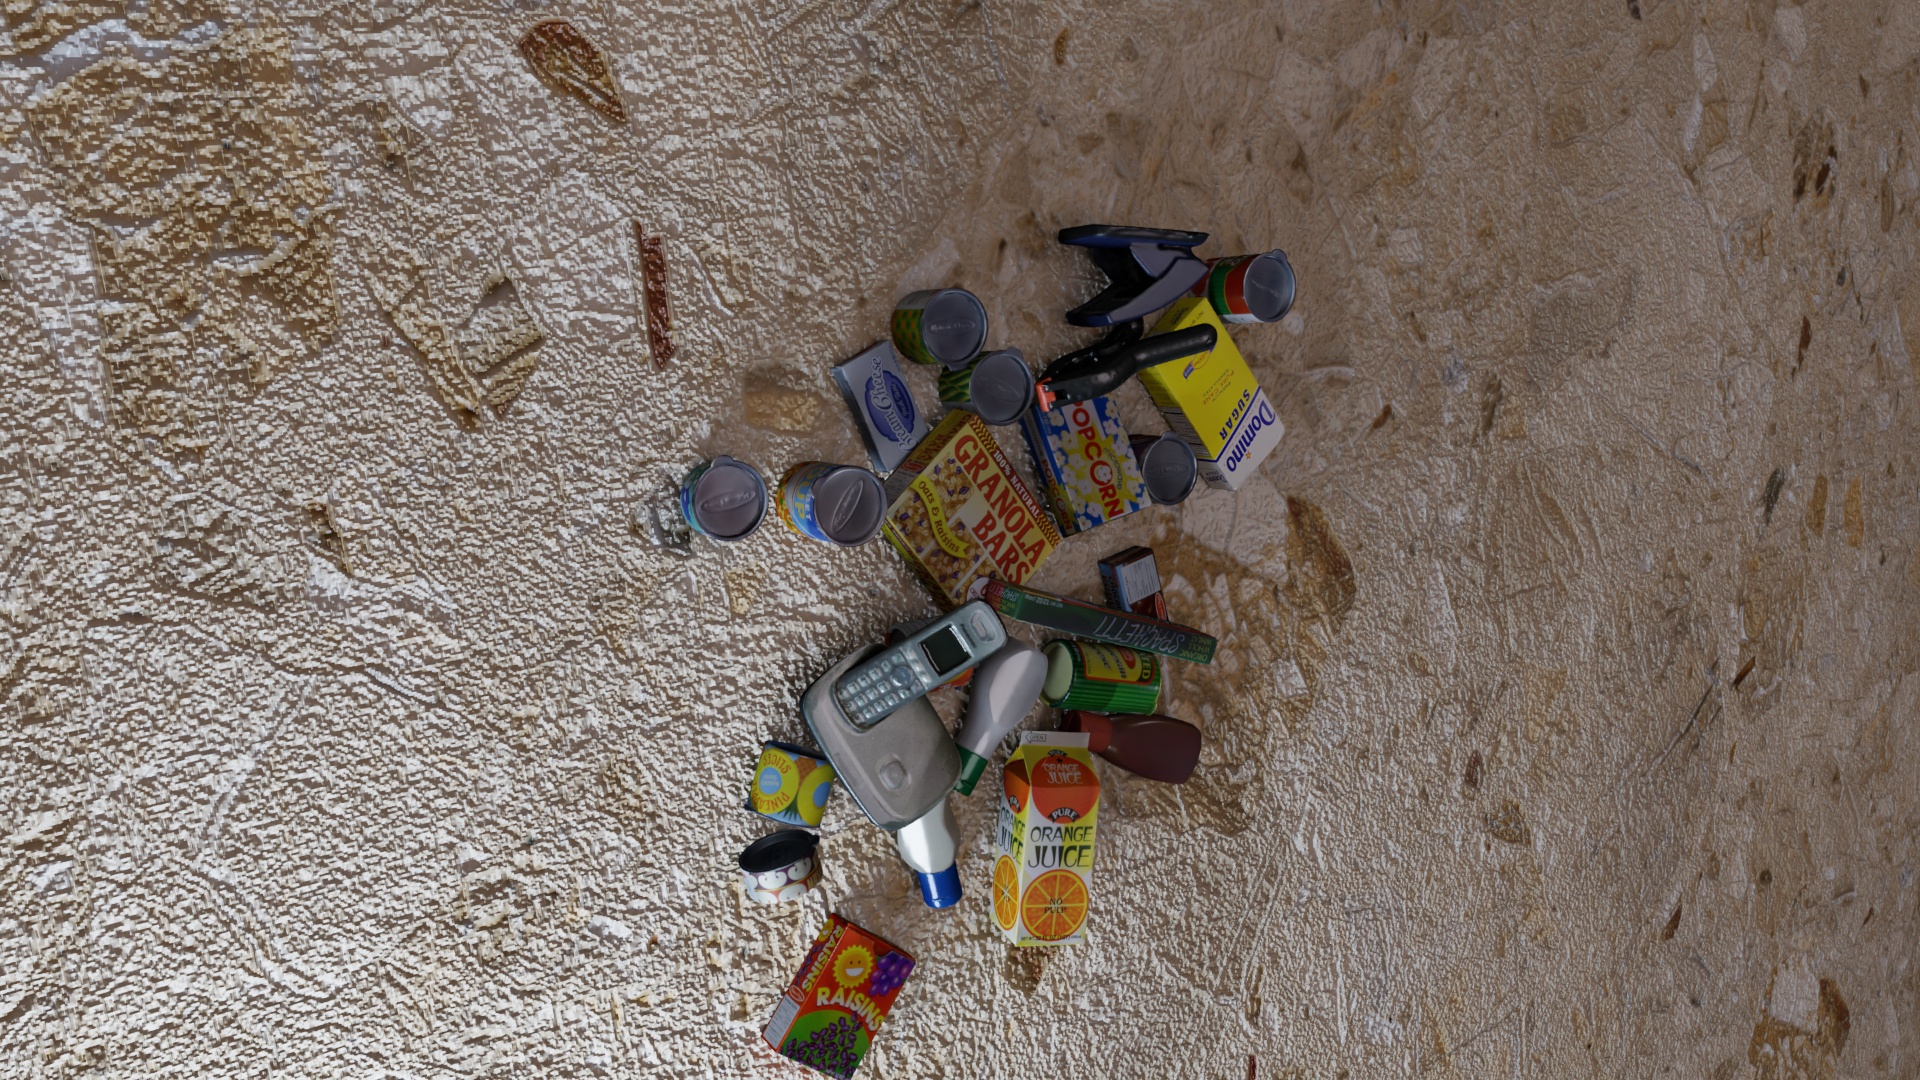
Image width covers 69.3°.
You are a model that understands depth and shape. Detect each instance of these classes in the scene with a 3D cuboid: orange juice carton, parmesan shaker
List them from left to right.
[{"bbox_3d":[0.080,0.272,1.297,0.072,0.073,0.192,4,94,-19],"label":"orange juice carton"},{"bbox_3d":[0.131,0.131,1.318,0.103,0.071,0.071,8,92,-31],"label":"parmesan shaker"}]

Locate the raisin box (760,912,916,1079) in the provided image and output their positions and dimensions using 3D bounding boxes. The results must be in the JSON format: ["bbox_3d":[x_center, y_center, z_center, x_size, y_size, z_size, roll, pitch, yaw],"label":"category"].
[{"bbox_3d":[-0.107,0.405,1.229,0.086,0.040,0.123,37,77,-28],"label":"raisin box"}]

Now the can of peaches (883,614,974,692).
[{"bbox_3d":[-0.028,0.103,1.224,0.058,0.071,0.071,-8,100,-29],"label":"can of peaches"}]

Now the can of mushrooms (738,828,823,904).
[{"bbox_3d":[-0.149,0.274,1.172,0.071,0.071,0.033,-22,108,-26],"label":"can of mushrooms"}]

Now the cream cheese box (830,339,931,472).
[{"bbox_3d":[-0.067,-0.115,1.201,0.053,0.024,0.103,-32,111,-22],"label":"cream cheese box"}]

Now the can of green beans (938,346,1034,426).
[{"bbox_3d":[0.022,-0.135,1.231,0.071,0.058,0.071,-4,98,-30],"label":"can of green beans"}]

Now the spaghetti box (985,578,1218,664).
[{"bbox_3d":[0.135,0.076,1.284,0.250,0.050,0.028,15,94,-35],"label":"spaghetti box"}]

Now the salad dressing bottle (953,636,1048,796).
[{"bbox_3d":[0.027,0.162,1.278,0.064,0.044,0.148,34,80,-29],"label":"salad dressing bottle"}]

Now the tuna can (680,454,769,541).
[{"bbox_3d":[-0.193,-0.036,1.131,0.071,0.033,0.071,-4,98,-30],"label":"tuna can"}]

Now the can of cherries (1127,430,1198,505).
[{"bbox_3d":[0.185,-0.071,1.334,0.071,0.058,0.071,-4,98,-29],"label":"can of cherries"}]

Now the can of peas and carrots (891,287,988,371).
[{"bbox_3d":[-0.018,-0.182,1.201,0.071,0.059,0.071,-5,99,-30],"label":"can of peas and carrots"}]

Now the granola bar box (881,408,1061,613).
[{"bbox_3d":[0.004,-0.015,1.230,0.124,0.039,0.165,-48,127,-17],"label":"granola bar box"}]

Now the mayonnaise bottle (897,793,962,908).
[{"bbox_3d":[-0.030,0.257,1.248,0.065,0.041,0.147,-8,107,13],"label":"mayonnaise bottle"}]

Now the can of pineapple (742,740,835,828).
[{"bbox_3d":[-0.142,0.204,1.168,0.071,0.071,0.058,18,86,-31],"label":"can of pineapple"}]

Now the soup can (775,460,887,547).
[{"bbox_3d":[-0.110,-0.033,1.150,0.071,0.084,0.071,-4,98,-30],"label":"soup can"}]

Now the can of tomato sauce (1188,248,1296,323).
[{"bbox_3d":[0.273,-0.246,1.350,0.071,0.083,0.071,-4,98,-30],"label":"can of tomato sauce"}]

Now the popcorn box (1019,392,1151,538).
[{"bbox_3d":[0.115,-0.076,1.285,0.085,0.038,0.126,-19,89,-28],"label":"popcorn box"}]

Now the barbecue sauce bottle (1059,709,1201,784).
[{"bbox_3d":[0.167,0.197,1.363,0.148,0.044,0.065,17,92,-30],"label":"barbecue sauce bottle"}]

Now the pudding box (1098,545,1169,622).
[{"bbox_3d":[0.169,0.052,1.355,0.050,0.030,0.083,-23,107,-27],"label":"pudding box"}]
